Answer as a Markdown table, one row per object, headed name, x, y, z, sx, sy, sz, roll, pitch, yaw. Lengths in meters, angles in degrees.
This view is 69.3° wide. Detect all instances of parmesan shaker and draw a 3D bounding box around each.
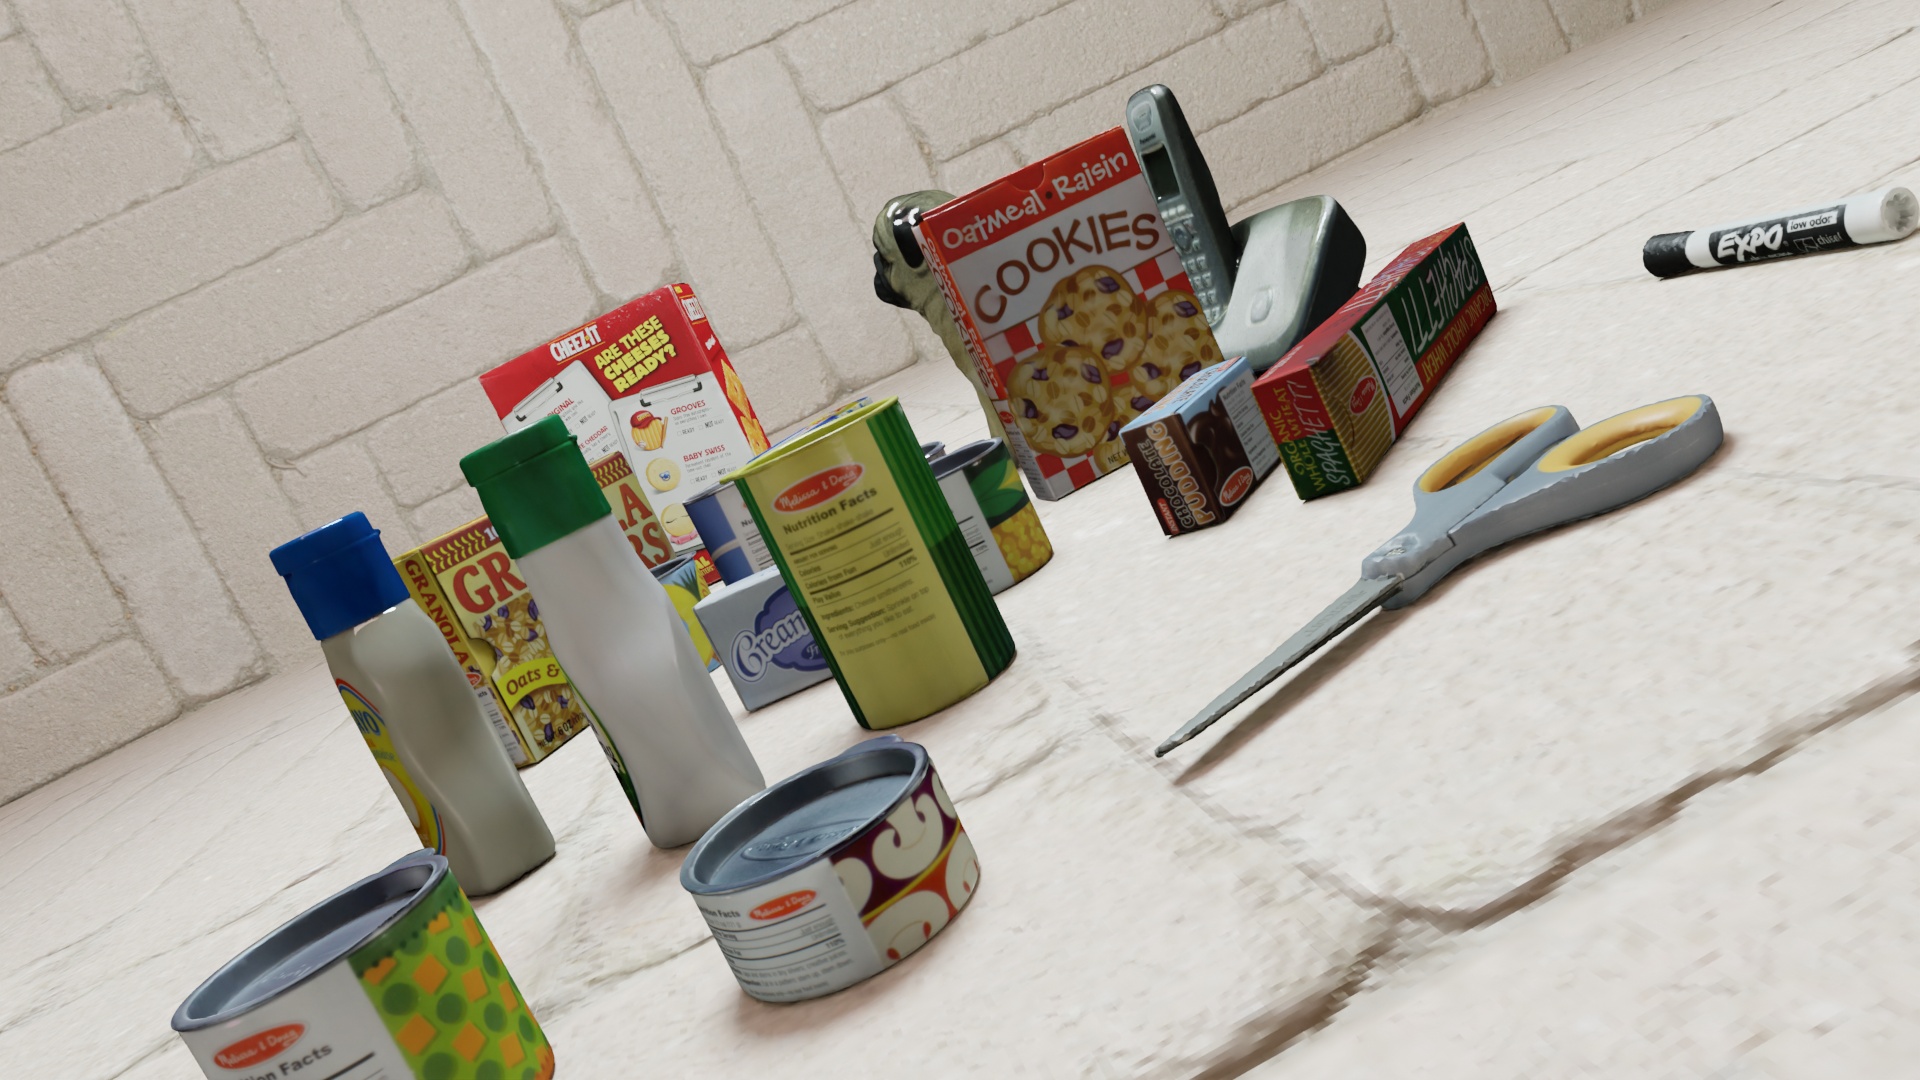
| name | x | y | z | sx | sy | sz | roll | pitch | yaw |
| --- | --- | --- | --- | --- | --- | --- | --- | --- | --- |
| parmesan shaker | -0.033 | 0.009 | 0.502 | 0.071 | 0.103 | 0.071 | -25 | 10 | 5 |

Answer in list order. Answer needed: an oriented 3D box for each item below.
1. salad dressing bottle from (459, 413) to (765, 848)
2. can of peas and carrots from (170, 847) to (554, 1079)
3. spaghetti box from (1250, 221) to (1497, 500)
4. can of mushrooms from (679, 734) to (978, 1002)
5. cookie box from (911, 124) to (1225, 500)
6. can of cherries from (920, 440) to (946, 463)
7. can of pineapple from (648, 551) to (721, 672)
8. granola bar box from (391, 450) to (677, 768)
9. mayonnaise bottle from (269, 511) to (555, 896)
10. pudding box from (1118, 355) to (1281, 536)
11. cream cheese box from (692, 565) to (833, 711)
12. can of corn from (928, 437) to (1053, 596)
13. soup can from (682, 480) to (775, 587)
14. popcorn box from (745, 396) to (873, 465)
| name | x | y | z | sx | sy | sz | roll | pitch | yaw |
| --- | --- | --- | --- | --- | --- | --- | --- | --- | --- |
| salad dressing bottle | -0.118 | 0.030 | 0.470 | 0.044 | 0.147 | 0.064 | -27 | 10 | -8 |
| can of peas and carrots | -0.139 | 0.117 | 0.333 | 0.071 | 0.058 | 0.071 | -25 | 10 | 5 |
| spaghetti box | 0.189 | -0.087 | 0.605 | 0.028 | 0.050 | 0.251 | -18 | 12 | 38 |
| can of mushrooms | -0.030 | 0.078 | 0.340 | 0.071 | 0.033 | 0.071 | -25 | 10 | 5 |
| cookie box | 0.064 | -0.123 | 0.758 | 0.123 | 0.167 | 0.040 | -27 | 10 | -11 |
| can of cherries | -0.026 | -0.012 | 0.722 | 0.071 | 0.058 | 0.071 | -25 | 10 | 5 |
| can of pineapple | -0.160 | 0.047 | 0.748 | 0.071 | 0.057 | 0.071 | -25 | 10 | 5 |
| granola bar box | -0.221 | 0.034 | 0.768 | 0.039 | 0.124 | 0.166 | -20 | 11 | 30 |
| mayonnaise bottle | -0.208 | 0.062 | 0.526 | 0.041 | 0.148 | 0.064 | -32 | 12 | -35 |
| pudding box | 0.103 | -0.041 | 0.582 | 0.030 | 0.049 | 0.084 | -18 | 12 | 37 |
| cream cheese box | -0.057 | 0.030 | 0.597 | 0.104 | 0.053 | 0.024 | -24 | 10 | 10 |
| can of corn | 0.002 | -0.008 | 0.632 | 0.071 | 0.058 | 0.071 | -25 | 10 | 5 |
| soup can | -0.109 | 0.001 | 0.783 | 0.071 | 0.083 | 0.071 | -25 | 10 | 5 |
| popcorn box | -0.077 | -0.034 | 0.881 | 0.038 | 0.085 | 0.127 | -21 | 11 | 24 |
